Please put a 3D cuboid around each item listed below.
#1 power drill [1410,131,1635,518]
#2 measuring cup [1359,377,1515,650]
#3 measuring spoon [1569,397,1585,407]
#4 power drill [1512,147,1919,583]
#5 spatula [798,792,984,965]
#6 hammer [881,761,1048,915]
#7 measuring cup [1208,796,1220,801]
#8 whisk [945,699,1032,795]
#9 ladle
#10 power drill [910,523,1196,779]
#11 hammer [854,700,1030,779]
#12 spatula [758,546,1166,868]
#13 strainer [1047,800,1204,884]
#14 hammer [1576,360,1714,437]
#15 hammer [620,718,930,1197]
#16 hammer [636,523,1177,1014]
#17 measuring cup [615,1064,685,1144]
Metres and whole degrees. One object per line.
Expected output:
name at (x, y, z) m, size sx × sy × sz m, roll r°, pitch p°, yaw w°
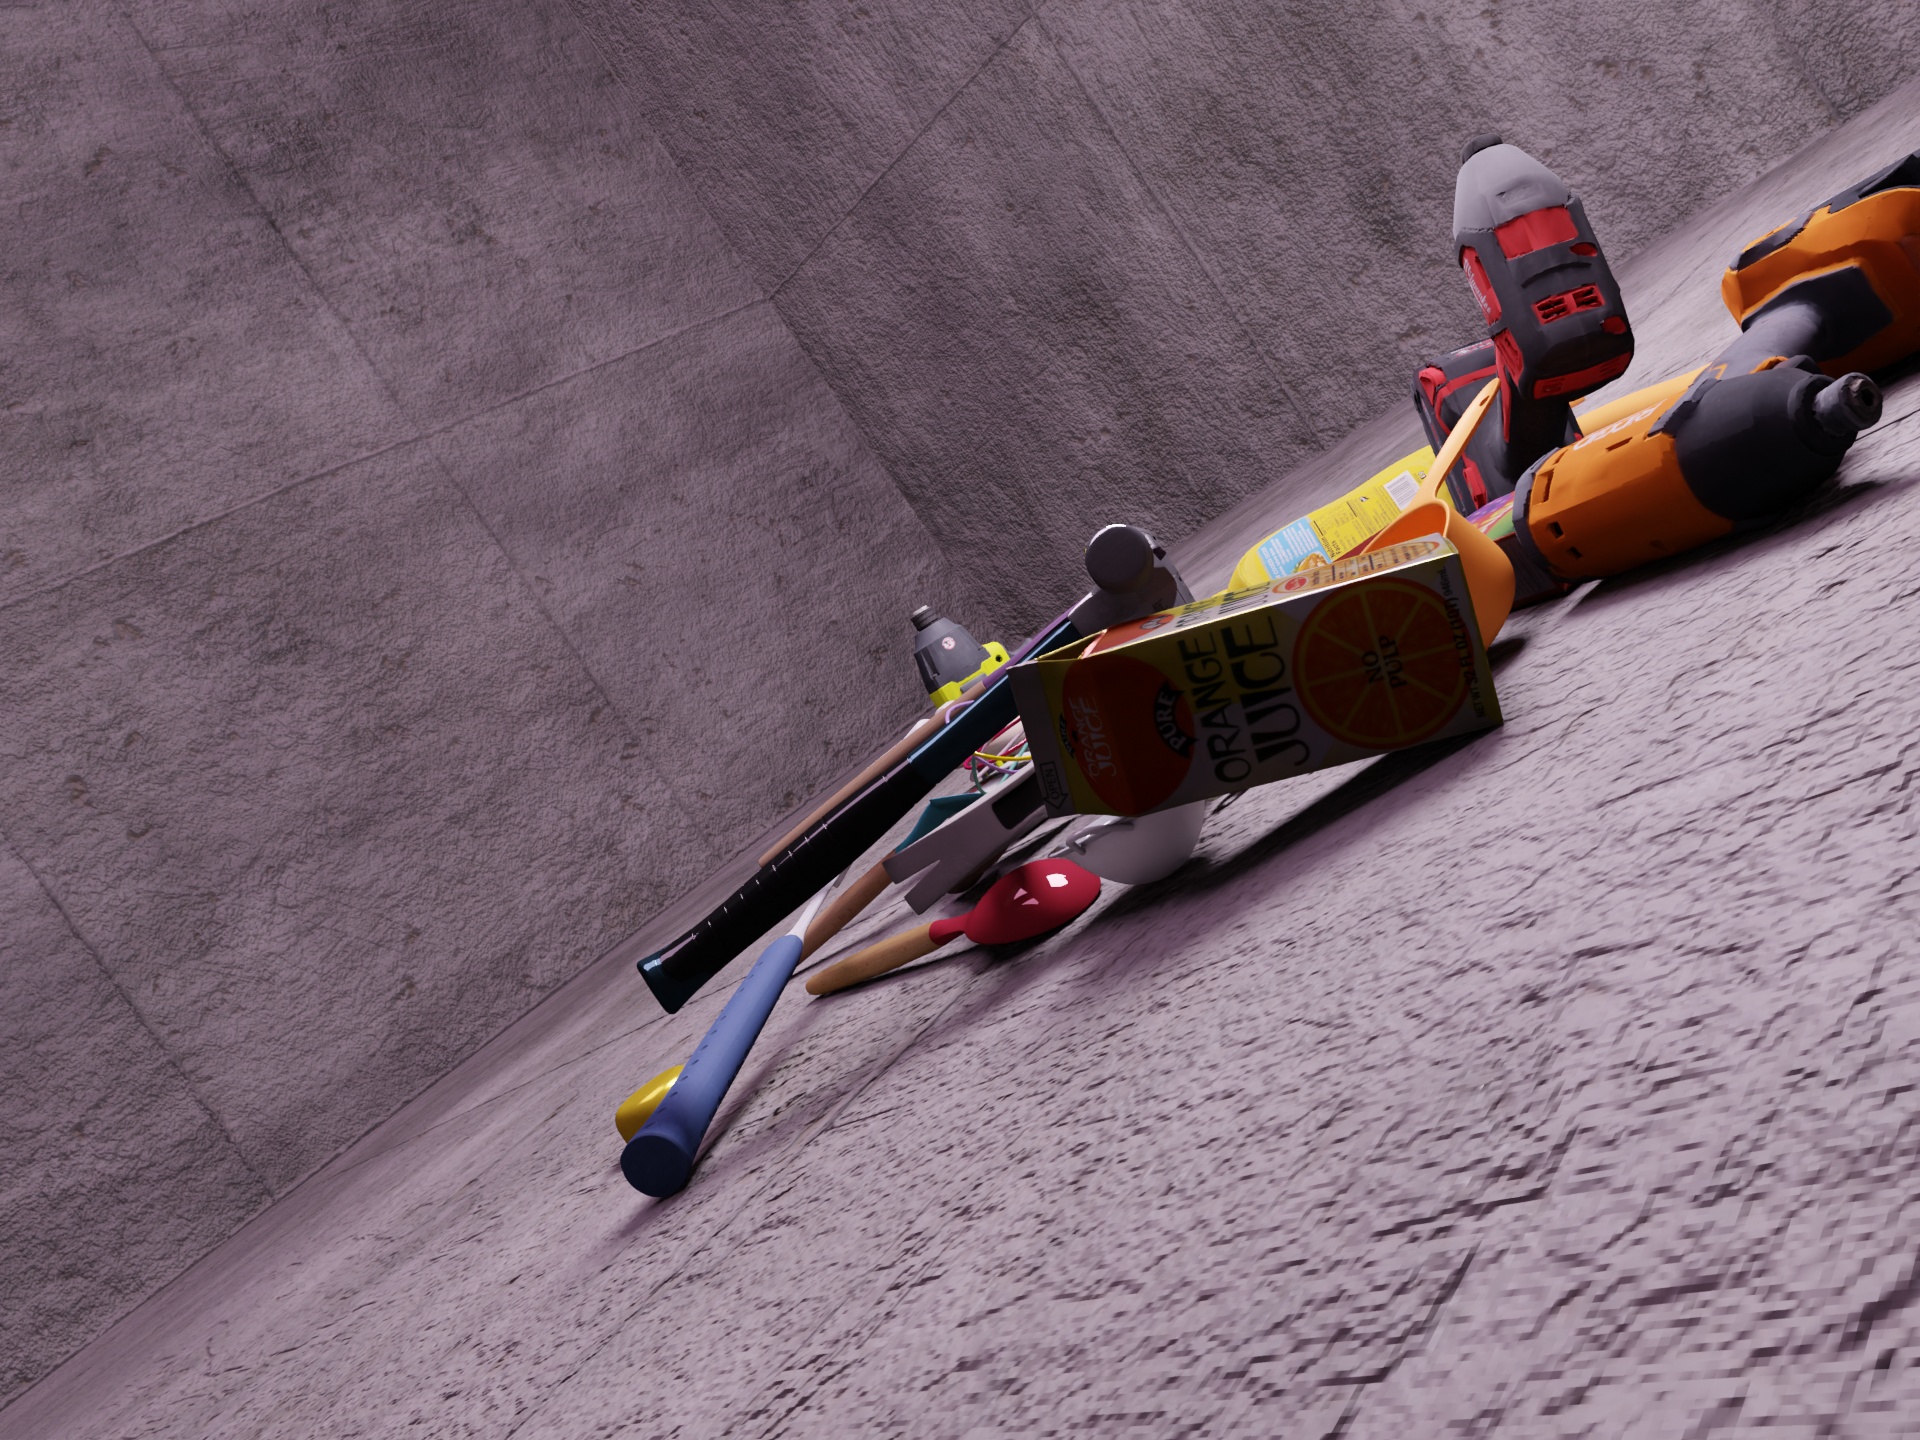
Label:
power drill at (0.295, -0.201, 0.847) m, size 0.078 × 0.143 × 0.219 m, roll -18°, pitch -21°, yaw 8°
measuring cup at (0.234, -0.085, 0.748) m, size 0.174 × 0.052 × 0.095 m, roll -57°, pitch 10°, yaw -21°
measuring spoon at (0.357, -0.190, 1.054) m, size 0.117 × 0.011 × 0.021 m, roll -25°, pitch 4°, yaw 39°
power drill at (0.359, -0.153, 0.680) m, size 0.226 × 0.084 × 0.164 m, roll -41°, pitch 6°, yaw -21°
spatula at (-0.052, 0.117, 1.109) m, size 0.082 × 0.044 × 0.317 m, roll 3°, pitch -36°, yaw -43°
hammer at (0.013, 0.068, 0.884) m, size 0.130 × 0.031 × 0.331 m, roll -34°, pitch -6°, yaw -11°
measuring cup at (0.173, -0.014, 0.835) m, size 0.167 × 0.038 × 0.083 m, roll -36°, pitch 4°, yaw -33°
whisk at (0.050, -0.005, 0.934) m, size 0.047 × 0.051 × 0.245 m, roll -13°, pitch 7°, yaw 23°
ladle at (-0.022, 0.126, 0.903) m, size 0.069 × 0.031 × 0.315 m, roll -35°, pitch 1°, yaw -34°
power drill at (0.080, -0.061, 1.319) m, size 0.223 × 0.171 × 0.080 m, roll -32°, pitch 2°, yaw -13°
hammer at (0.069, 0.007, 1.076) m, size 0.146 × 0.038 × 0.411 m, roll -40°, pitch 15°, yaw -35°
spatula at (-0.002, -0.003, 0.962) m, size 0.316 × 0.018 × 0.059 m, roll -38°, pitch -11°, yaw 12°
strainer at (0.106, 0.029, 0.788) m, size 0.087 × 0.050 × 0.258 m, roll -30°, pitch 6°, yaw 27°
hammer at (0.387, -0.177, 1.020) m, size 0.127 × 0.034 × 0.337 m, roll -28°, pitch 3°, yaw -17°
hammer at (-0.102, 0.135, 0.949) m, size 0.144 × 0.035 × 0.406 m, roll -48°, pitch 6°, yaw 29°
hammer at (-0.030, 0.032, 0.773) m, size 0.331 × 0.033 × 0.128 m, roll -40°, pitch -17°, yaw 7°
measuring cup at (-0.194, 0.235, 0.985) m, size 0.062 × 0.029 × 0.156 m, roll -36°, pitch 5°, yaw -22°
